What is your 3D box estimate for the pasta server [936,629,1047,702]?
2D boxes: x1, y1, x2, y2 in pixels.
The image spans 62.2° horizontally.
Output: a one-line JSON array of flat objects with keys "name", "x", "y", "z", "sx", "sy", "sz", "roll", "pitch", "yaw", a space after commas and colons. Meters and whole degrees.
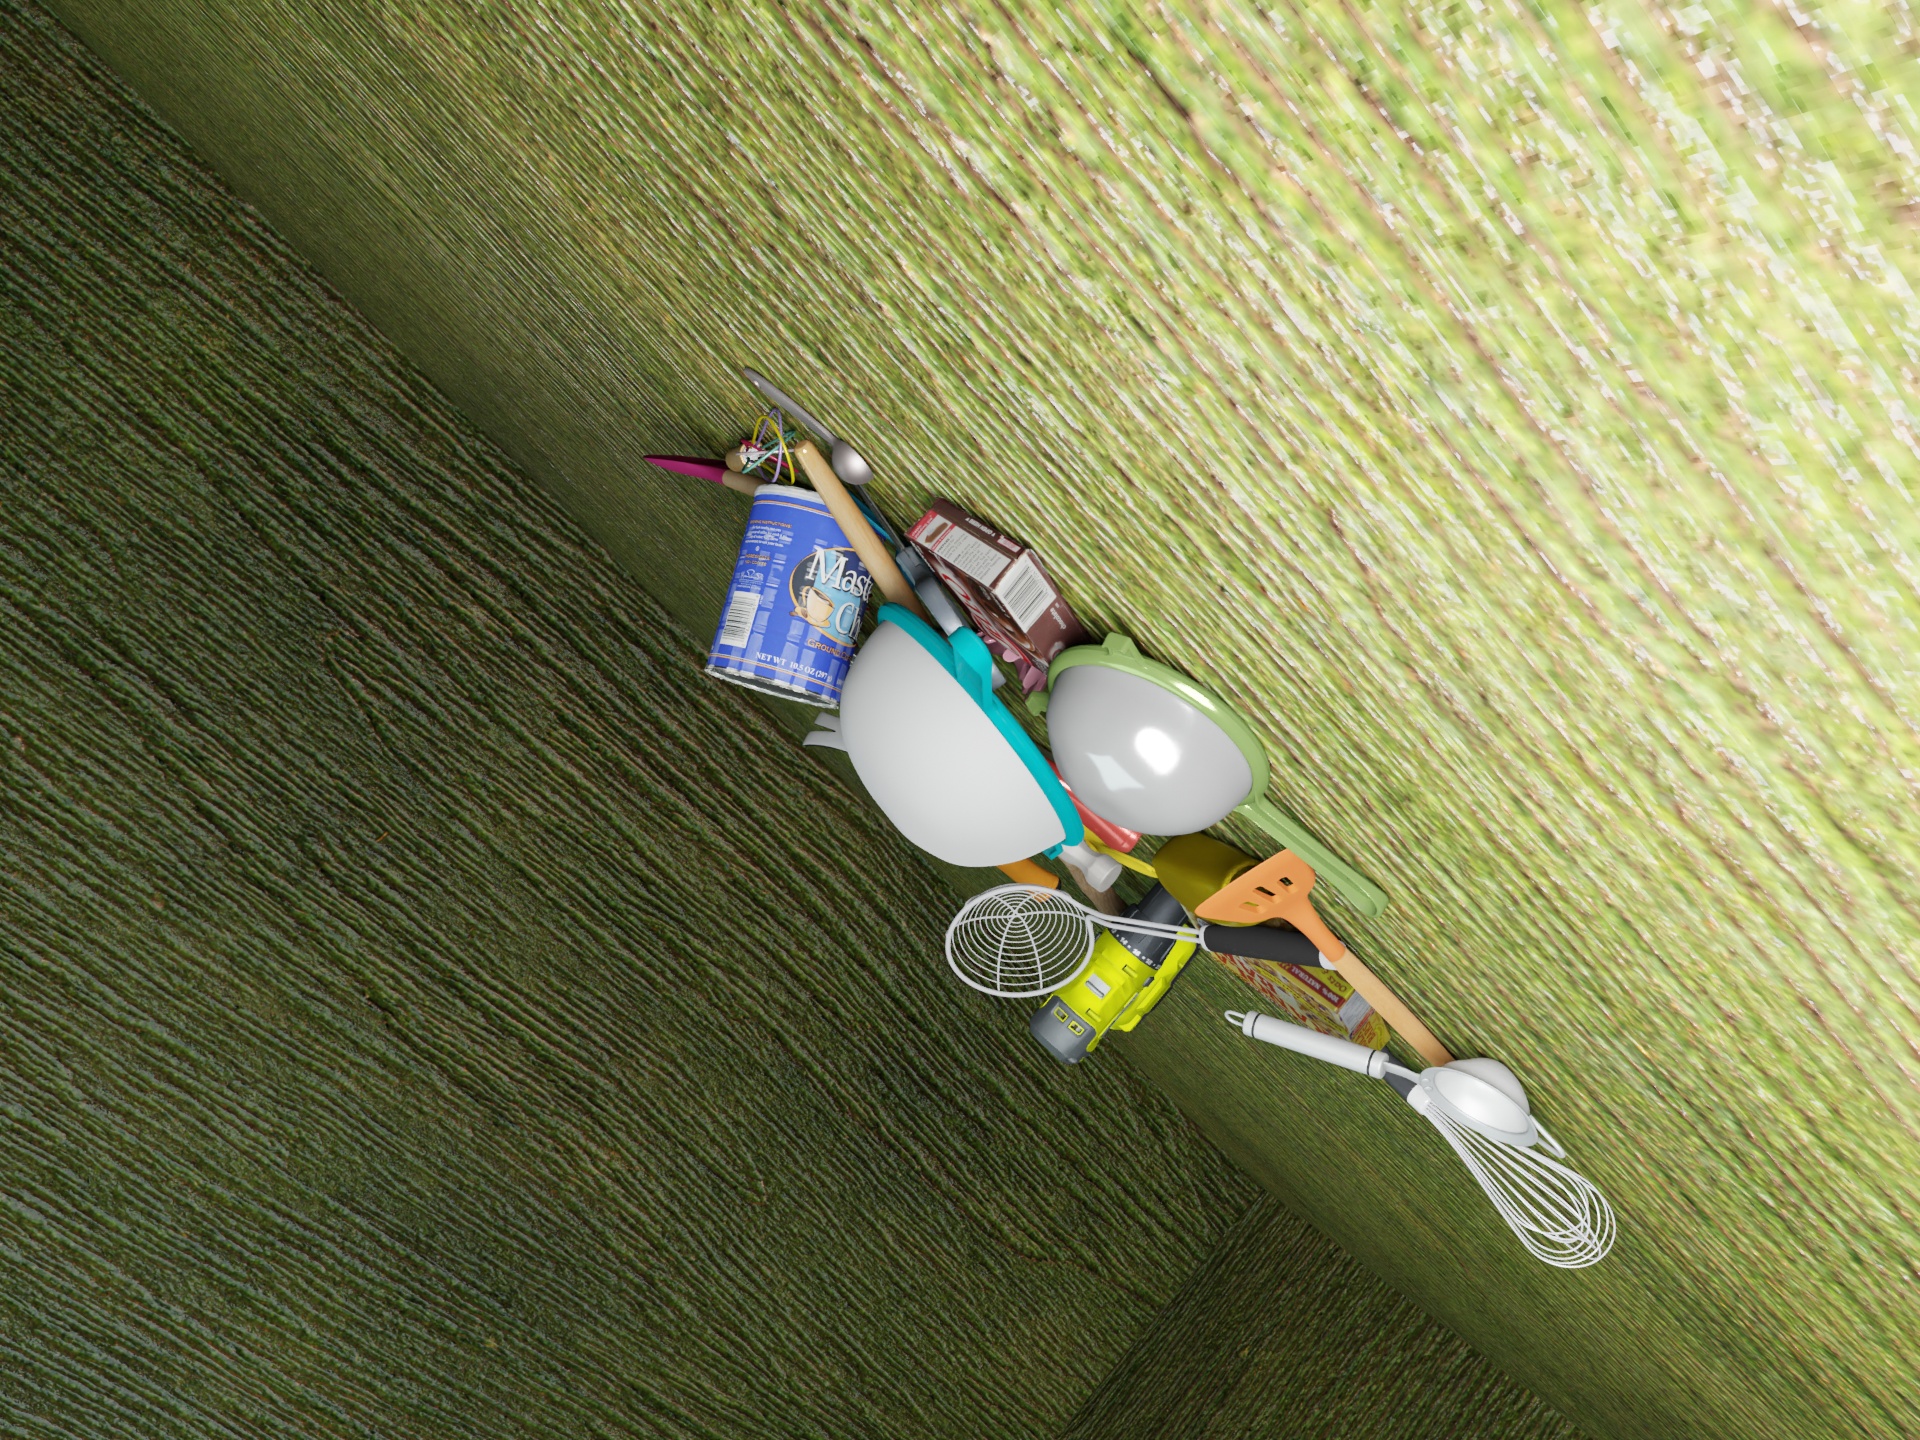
[{"name": "pasta server", "x": 0.009, "y": -0.054, "z": 1.206, "sx": 0.060, "sy": 0.040, "sz": 0.316, "roll": 54, "pitch": 170, "yaw": -12}]

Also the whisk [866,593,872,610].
[{"name": "whisk", "x": -0.126, "y": -0.122, "z": 1.434, "sx": 0.073, "sy": 0.073, "sz": 0.296, "roll": 45, "pitch": 177, "yaw": -13}]

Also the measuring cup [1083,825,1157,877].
[{"name": "measuring cup", "x": 0.142, "y": 0.110, "z": 1.444, "sx": 0.062, "sy": 0.029, "sz": 0.157, "roll": 47, "pitch": 168, "yaw": -28}]

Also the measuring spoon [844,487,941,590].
[{"name": "measuring spoon", "x": -0.062, "y": -0.130, "z": 1.125, "sx": 0.128, "sy": 0.021, "sz": 0.042, "roll": 40, "pitch": -163, "yaw": -34}]

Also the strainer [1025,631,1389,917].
[{"name": "strainer", "x": 0.146, "y": 0.058, "z": 0.959, "sx": 0.256, "sy": 0.069, "sz": 0.151, "roll": 37, "pitch": 159, "yaw": -6}]

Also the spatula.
[{"name": "spatula", "x": 0.277, "y": 0.182, "z": 1.114, "sx": 0.322, "sy": 0.081, "sz": 0.041, "roll": 43, "pitch": -159, "yaw": -31}]

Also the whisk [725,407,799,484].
[{"name": "whisk", "x": -0.156, "y": -0.202, "z": 1.223, "sx": 0.047, "sy": 0.051, "sz": 0.245, "roll": 39, "pitch": 176, "yaw": -16}]

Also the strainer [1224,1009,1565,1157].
[{"name": "strainer", "x": 0.306, "y": 0.245, "z": 1.134, "sx": 0.258, "sy": 0.050, "sz": 0.086, "roll": 13, "pitch": 147, "yaw": 33}]

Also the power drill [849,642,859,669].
[{"name": "power drill", "x": -0.069, "y": -0.013, "z": 1.551, "sx": 0.227, "sy": 0.080, "sz": 0.188, "roll": 37, "pitch": 171, "yaw": 3}]

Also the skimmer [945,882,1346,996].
[{"name": "skimmer", "x": 0.139, "y": 0.191, "z": 1.277, "sx": 0.363, "sy": 0.090, "sz": 0.127, "roll": 1, "pitch": 136, "yaw": 48}]

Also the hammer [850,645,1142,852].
[{"name": "hammer", "x": -0.002, "y": -0.004, "z": 1.297, "sx": 0.359, "sy": 0.037, "sz": 0.149, "roll": 32, "pitch": 153, "yaw": -3}]

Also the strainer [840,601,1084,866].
[{"name": "strainer", "x": -0.019, "y": 0.016, "z": 1.019, "sx": 0.211, "sy": 0.095, "sz": 0.340, "roll": 49, "pitch": 173, "yaw": 9}]

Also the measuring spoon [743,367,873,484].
[{"name": "measuring spoon", "x": -0.109, "y": -0.200, "z": 1.089, "sx": 0.124, "sy": 0.018, "sz": 0.034, "roll": 41, "pitch": 171, "yaw": 15}]

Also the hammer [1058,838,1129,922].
[{"name": "hammer", "x": 0.119, "y": 0.146, "z": 1.521, "sx": 0.130, "sy": 0.031, "sz": 0.331, "roll": 38, "pitch": 174, "yaw": 23}]

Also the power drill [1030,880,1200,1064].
[{"name": "power drill", "x": 0.161, "y": 0.225, "z": 1.493, "sx": 0.080, "sy": 0.190, "sz": 0.228, "roll": 40, "pitch": -175, "yaw": 15}]

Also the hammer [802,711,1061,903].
[{"name": "hammer", "x": -0.006, "y": 0.090, "z": 1.463, "sx": 0.127, "sy": 0.034, "sz": 0.336, "roll": 15, "pitch": 162, "yaw": 40}]

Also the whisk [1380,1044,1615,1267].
[{"name": "whisk", "x": 0.390, "y": 0.321, "z": 1.257, "sx": 0.285, "sy": 0.070, "sz": 0.070, "roll": 42, "pitch": 173, "yaw": 41}]

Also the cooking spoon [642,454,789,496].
[{"name": "cooking spoon", "x": -0.184, "y": -0.201, "z": 1.348, "sx": 0.068, "sy": 0.017, "sz": 0.319, "roll": -5, "pitch": -162, "yaw": -36}]

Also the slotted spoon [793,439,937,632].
[{"name": "slotted spoon", "x": -0.034, "y": -0.077, "z": 1.131, "sx": 0.313, "sy": 0.031, "sz": 0.070, "roll": 56, "pitch": 173, "yaw": -37}]
